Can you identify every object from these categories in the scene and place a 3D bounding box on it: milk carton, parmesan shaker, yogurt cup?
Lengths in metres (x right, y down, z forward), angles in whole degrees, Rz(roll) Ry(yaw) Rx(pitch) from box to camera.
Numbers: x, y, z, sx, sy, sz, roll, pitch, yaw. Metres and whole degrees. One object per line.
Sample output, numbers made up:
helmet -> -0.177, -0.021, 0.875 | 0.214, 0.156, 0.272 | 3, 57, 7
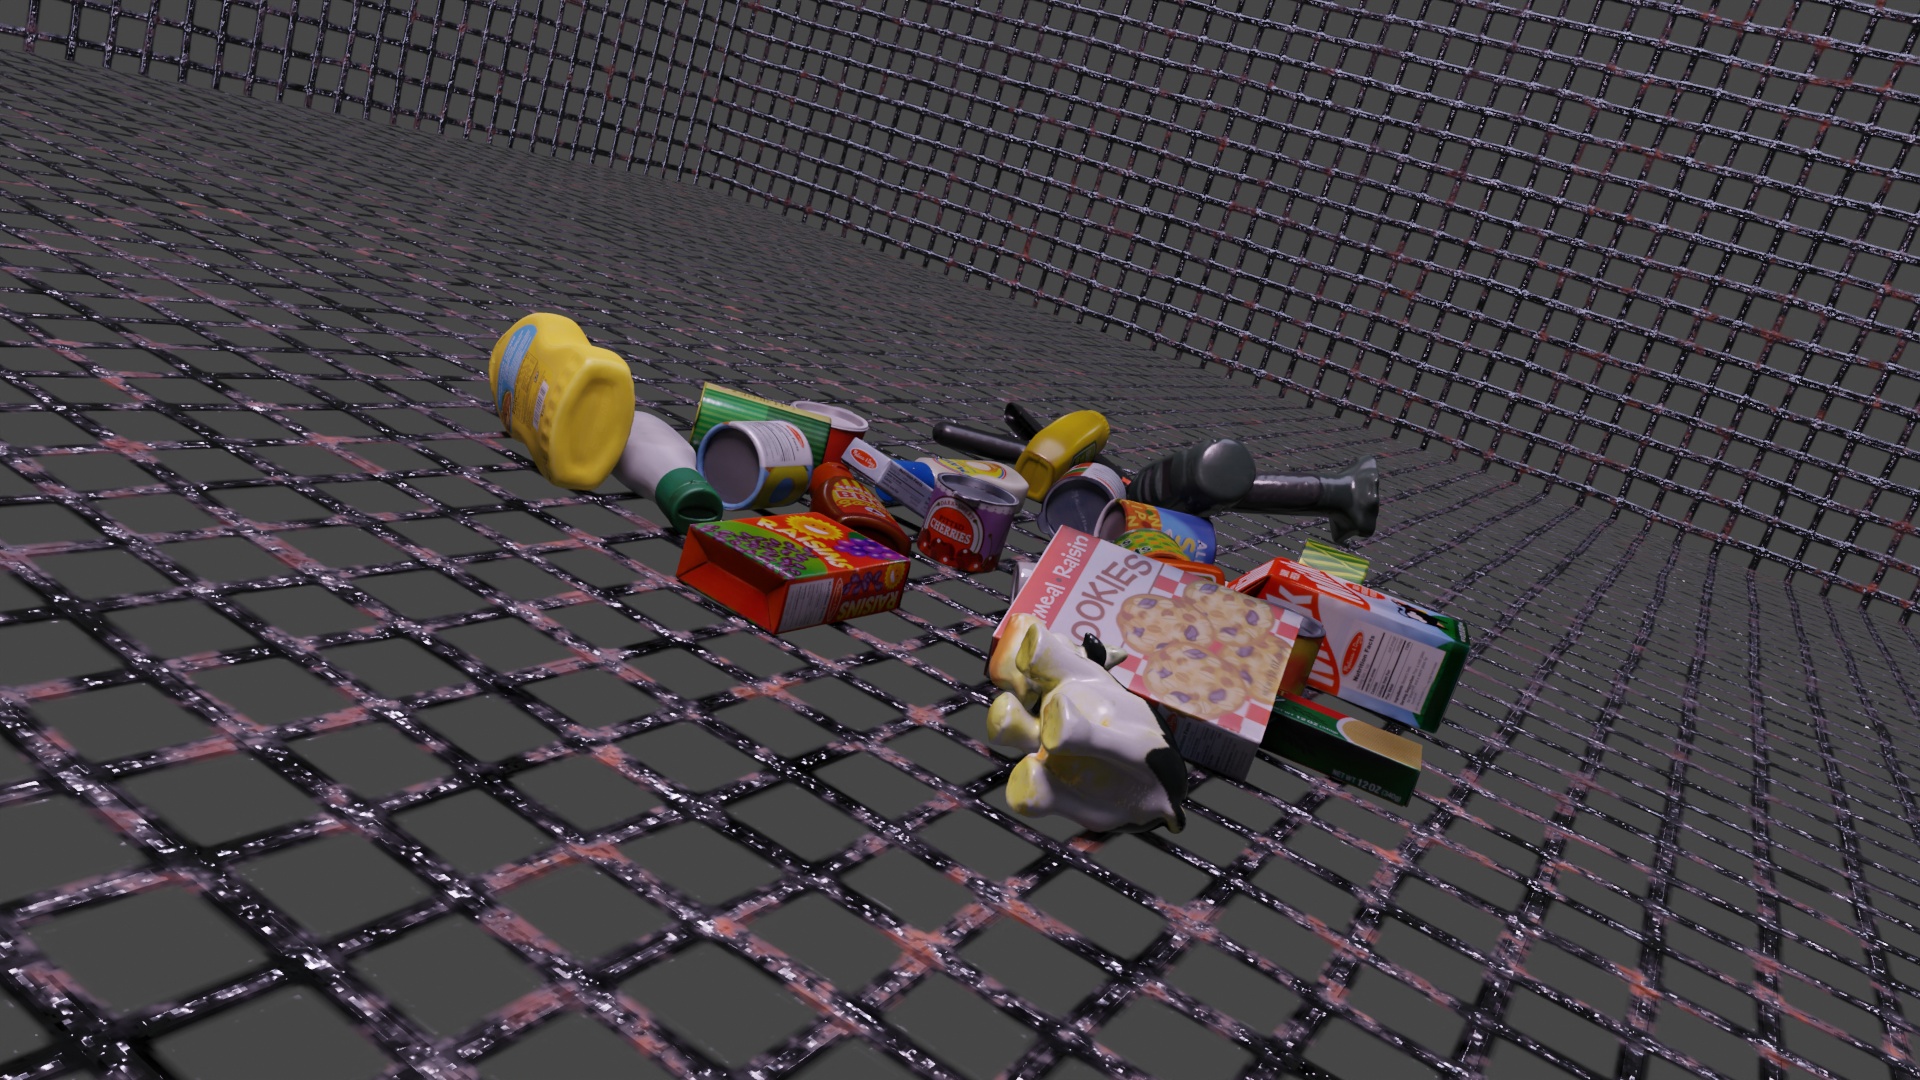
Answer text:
milk carton -> 0.276, 0.069, 1.045 | 0.191, 0.073, 0.072 | 21, 15, 12
parmesan shaker -> -0.159, -0.080, 1.094 | 0.103, 0.071, 0.071 | 15, 15, -11
yogurt cup -> -0.117, -0.082, 1.177 | 0.072, 0.053, 0.072 | 16, 15, -4

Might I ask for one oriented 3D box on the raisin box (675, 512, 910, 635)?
raisin box -> -0.102, 0.018, 0.869 | 0.086, 0.040, 0.124 | 25, 18, 29

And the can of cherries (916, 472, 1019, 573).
can of cherries -> 0.004, -0.013, 1.061 | 0.071, 0.058, 0.072 | 17, 15, -5

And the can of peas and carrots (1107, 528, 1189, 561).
can of peas and carrots -> 0.141, 0.029, 1.045 | 0.071, 0.070, 0.059 | 15, 16, -11

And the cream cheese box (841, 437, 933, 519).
cream cheese box -> -0.043, -0.040, 1.100 | 0.103, 0.024, 0.053 | 35, 0, -43

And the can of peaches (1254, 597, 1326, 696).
can of peaches -> 0.216, 0.079, 0.971 | 0.071, 0.058, 0.071 | 16, 14, -4

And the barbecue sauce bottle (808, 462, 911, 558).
barbecue sauce bottle -> -0.082, -0.019, 1.011 | 0.065, 0.043, 0.149 | 21, 12, -22

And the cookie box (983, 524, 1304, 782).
cookie box -> 0.114, 0.066, 0.858 | 0.167, 0.040, 0.123 | 21, 40, 13

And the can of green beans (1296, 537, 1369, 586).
can of green beans -> 0.317, 0.038, 1.211 | 0.058, 0.071, 0.071 | 21, 15, 13

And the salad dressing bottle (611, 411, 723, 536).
salad dressing bottle -> -0.209, -0.047, 0.975 | 0.064, 0.043, 0.148 | 5, 20, -33

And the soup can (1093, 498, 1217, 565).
soup can -> 0.161, 0.006, 1.154 | 0.084, 0.071, 0.071 | 12, 16, -19

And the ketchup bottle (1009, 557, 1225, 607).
ketchup bottle -> 0.111, 0.041, 0.990 | 0.149, 0.064, 0.043 | 6, 2, -7

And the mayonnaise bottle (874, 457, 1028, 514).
mayonnaise bottle -> -0.009, -0.048, 1.201 | 0.148, 0.041, 0.065 | 1, 24, -48

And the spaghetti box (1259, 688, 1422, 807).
spaghetti box -> 0.171, 0.103, 0.892 | 0.250, 0.028, 0.050 | 22, 16, 14

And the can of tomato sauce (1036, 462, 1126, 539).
can of tomato sauce -> 0.109, -0.030, 1.226 | 0.071, 0.071, 0.083 | 20, 15, 8

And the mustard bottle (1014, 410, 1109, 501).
mustard bottle -> 0.110, -0.095, 1.378 | 0.049, 0.065, 0.161 | 33, 41, 16

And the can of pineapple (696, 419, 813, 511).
can of pineapple -> -0.152, -0.054, 1.022 | 0.071, 0.070, 0.058 | 25, 17, 28
